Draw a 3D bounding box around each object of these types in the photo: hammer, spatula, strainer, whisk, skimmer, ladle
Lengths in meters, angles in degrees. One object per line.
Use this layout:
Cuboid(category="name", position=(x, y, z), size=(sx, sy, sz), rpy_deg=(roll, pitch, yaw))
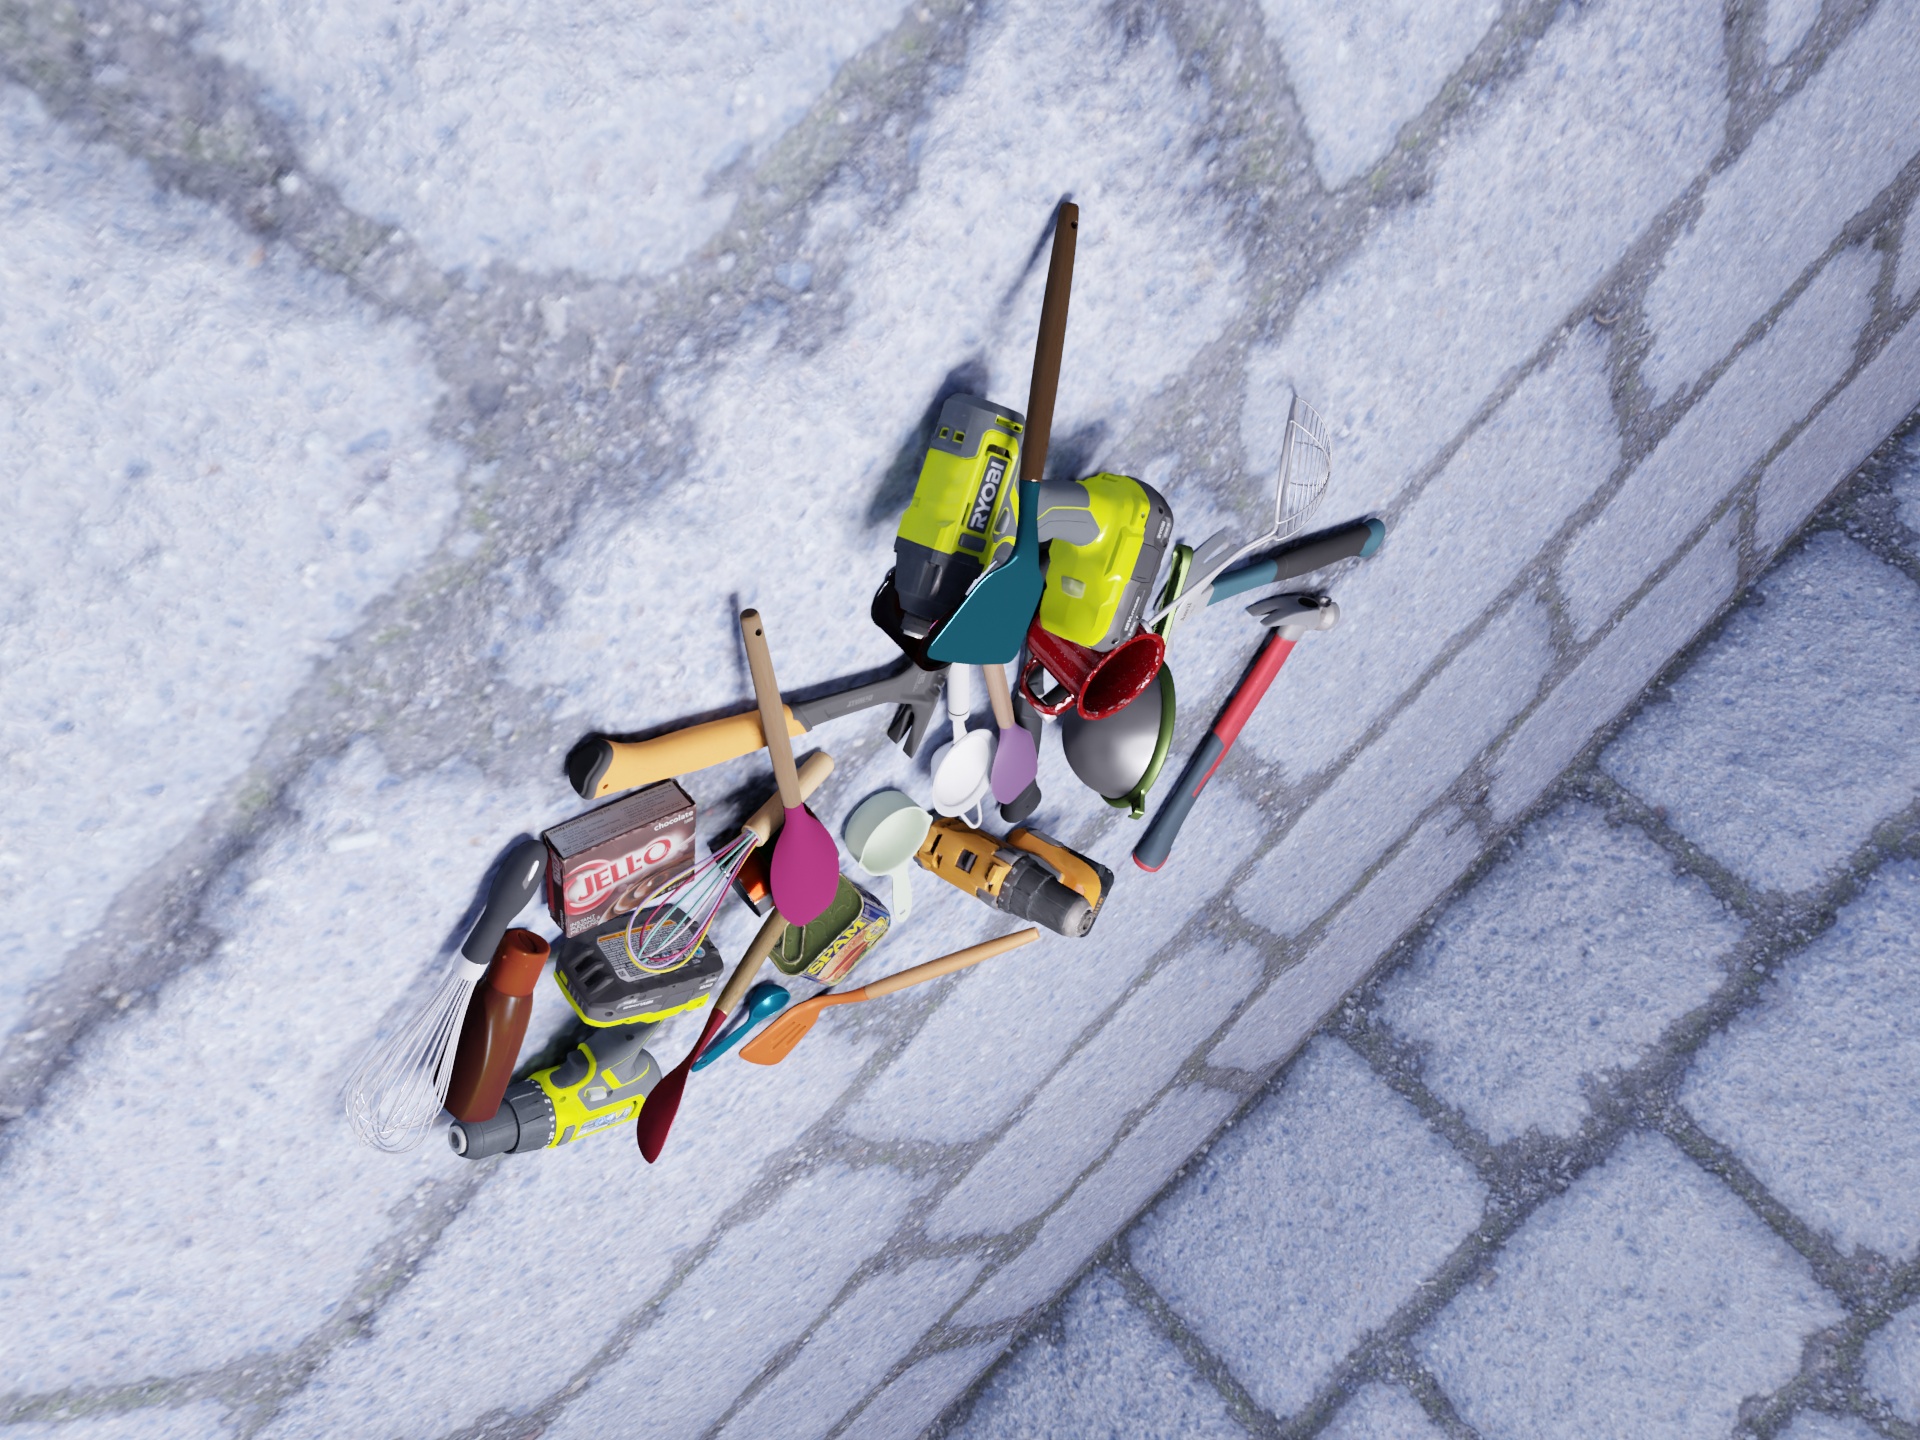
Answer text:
Cuboid(category="hammer", position=(0.318, -0.152, 1.602), size=(0.331, 0.033, 0.128), rpy_deg=(-20, 144, -37))
Cuboid(category="spatula", position=(0.043, -0.191, 1.086), size=(0.082, 0.044, 0.317), rpy_deg=(2, 100, -40))
Cuboid(category="strainer", position=(0.151, -0.046, 1.482), size=(0.069, 0.152, 0.256), rpy_deg=(11, 104, -20))
Cuboid(category="hammer", position=(0.061, -0.034, 1.425), size=(0.149, 0.036, 0.408), rpy_deg=(-29, 148, -23))
Cuboid(category="hammer", position=(0.283, 0.024, 1.784), size=(0.143, 0.038, 0.386), rpy_deg=(-8, 135, -46))
Cuboid(category="whisk", position=(-0.173, 0.107, 1.233), size=(0.245, 0.047, 0.051), rpy_deg=(-48, 156, -38))
Cuboid(category="spatula", position=(-0.069, 0.272, 1.581), size=(0.322, 0.041, 0.081), rpy_deg=(-22, 154, 13))
Cuboid(category="skimmer", position=(0.192, -0.141, 1.412), size=(0.363, 0.090, 0.127), rpy_deg=(-39, 161, -3))
Cuboid(category="spatula", position=(0.034, -0.010, 1.370), size=(0.060, 0.018, 0.315), rpy_deg=(-45, 153, -17))
Cuboid(category="whisk", position=(-0.373, 0.202, 1.161), size=(0.070, 0.070, 0.284), rpy_deg=(10, 116, -56))
Cuboid(category="strainer", position=(-0.002, -0.004, 1.378), size=(0.087, 0.050, 0.258), rpy_deg=(-38, 146, -31))
Cuboid(category="hammer", position=(-0.146, 0.009, 1.214), size=(0.337, 0.034, 0.127), rpy_deg=(-17, 140, -40))
Cuboid(category="ladle", position=(-0.185, 0.221, 1.317), size=(0.069, 0.031, 0.316), rpy_deg=(-42, -165, 55))

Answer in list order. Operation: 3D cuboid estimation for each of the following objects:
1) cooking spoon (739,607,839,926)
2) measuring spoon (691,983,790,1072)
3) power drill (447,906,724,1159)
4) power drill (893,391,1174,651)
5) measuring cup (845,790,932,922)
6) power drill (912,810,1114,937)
Cuboid(category="cooking spoon", position=(-0.131, 0.044, 1.202), size=(0.069, 0.017, 0.318), rpy_deg=(-37, 139, -29))
Cuboid(category="measuring spoon", position=(-0.216, 0.292, 1.522), size=(0.128, 0.021, 0.042), rpy_deg=(-41, 152, 14))
Cuboid(category="power drill", position=(-0.306, 0.267, 1.305), size=(0.190, 0.080, 0.228), rpy_deg=(-8, 138, -49))
Cuboid(category="power drill", position=(0.049, -0.129, 1.179), size=(0.223, 0.080, 0.171), rpy_deg=(12, 100, -46))
Cuboid(category="measuring cup", position=(-0.066, 0.127, 1.456), size=(0.083, 0.038, 0.167), rpy_deg=(-32, 145, -23))
Cuboid(category="power drill", position=(0.075, 0.159, 1.542), size=(0.084, 0.185, 0.226), rpy_deg=(-64, 153, 2))
